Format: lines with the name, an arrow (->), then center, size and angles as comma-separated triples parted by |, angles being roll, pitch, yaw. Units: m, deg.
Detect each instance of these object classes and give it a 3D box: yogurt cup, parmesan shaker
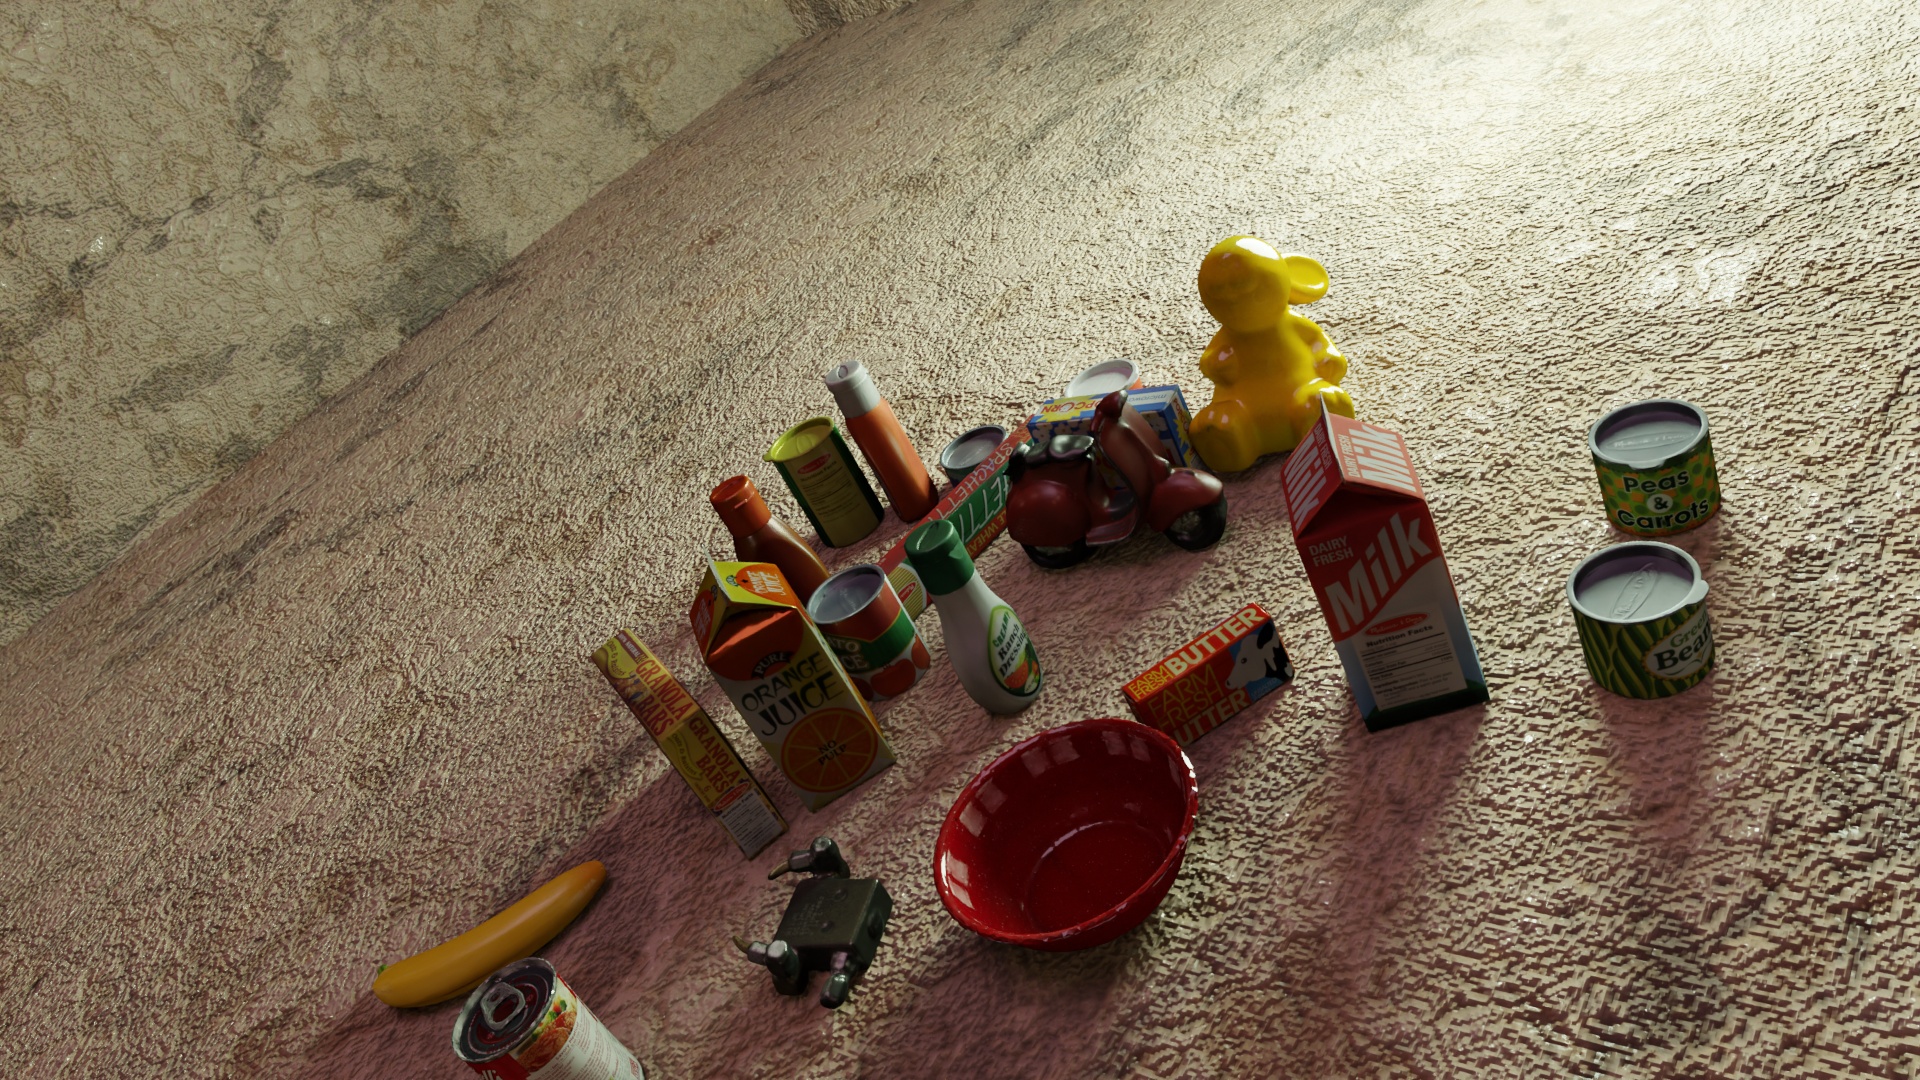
yogurt cup -> 0.130, -0.117, 1.200 | 0.072, 0.053, 0.073 | -21, 31, 13
parmesan shaker -> -0.123, -0.051, 1.259 | 0.071, 0.102, 0.072 | -21, 31, 13

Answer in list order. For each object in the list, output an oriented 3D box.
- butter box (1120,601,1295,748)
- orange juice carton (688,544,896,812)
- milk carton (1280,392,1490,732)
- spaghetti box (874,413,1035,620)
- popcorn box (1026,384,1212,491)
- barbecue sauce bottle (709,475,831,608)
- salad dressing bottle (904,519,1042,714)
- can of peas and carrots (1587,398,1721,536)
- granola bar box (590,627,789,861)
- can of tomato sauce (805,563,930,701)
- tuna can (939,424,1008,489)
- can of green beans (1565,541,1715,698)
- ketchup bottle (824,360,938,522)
butter box -> 0.156, 0.088, 0.869 | 0.103, 0.053, 0.024 | -32, 30, -6
orange juice carton -> -0.125, 0.088, 0.960 | 0.073, 0.192, 0.072 | -31, 30, -4
milk carton -> 0.234, 0.011, 0.785 | 0.073, 0.189, 0.073 | -19, 31, 17
spaghetti box -> 0.004, -0.014, 1.152 | 0.028, 0.050, 0.251 | 12, 49, 49
popcorn box -> 0.127, -0.074, 1.107 | 0.126, 0.085, 0.038 | -3, 39, 37
barbecue sauce bottle -> -0.153, 0.015, 1.140 | 0.065, 0.148, 0.044 | -34, 30, -10
salad dressing bottle -> 0.008, 0.053, 0.949 | 0.044, 0.147, 0.064 | -5, 38, 35
can of peas and carrots -> 0.422, -0.042, 0.842 | 0.071, 0.058, 0.071 | -21, 31, 13
granola bar box -> -0.198, 0.143, 1.005 | 0.039, 0.123, 0.166 | -38, 31, -15
can of tomato sauce -> -0.070, 0.071, 1.050 | 0.071, 0.082, 0.071 | -21, 31, 13
tuna can -> 0.019, -0.071, 1.243 | 0.071, 0.032, 0.071 | -21, 31, 13
can of green beans -> 0.370, 0.043, 0.755 | 0.071, 0.057, 0.071 | -21, 31, 13
ketchup bottle -> -0.070, -0.089, 1.229 | 0.043, 0.148, 0.065 | -27, 30, 3
